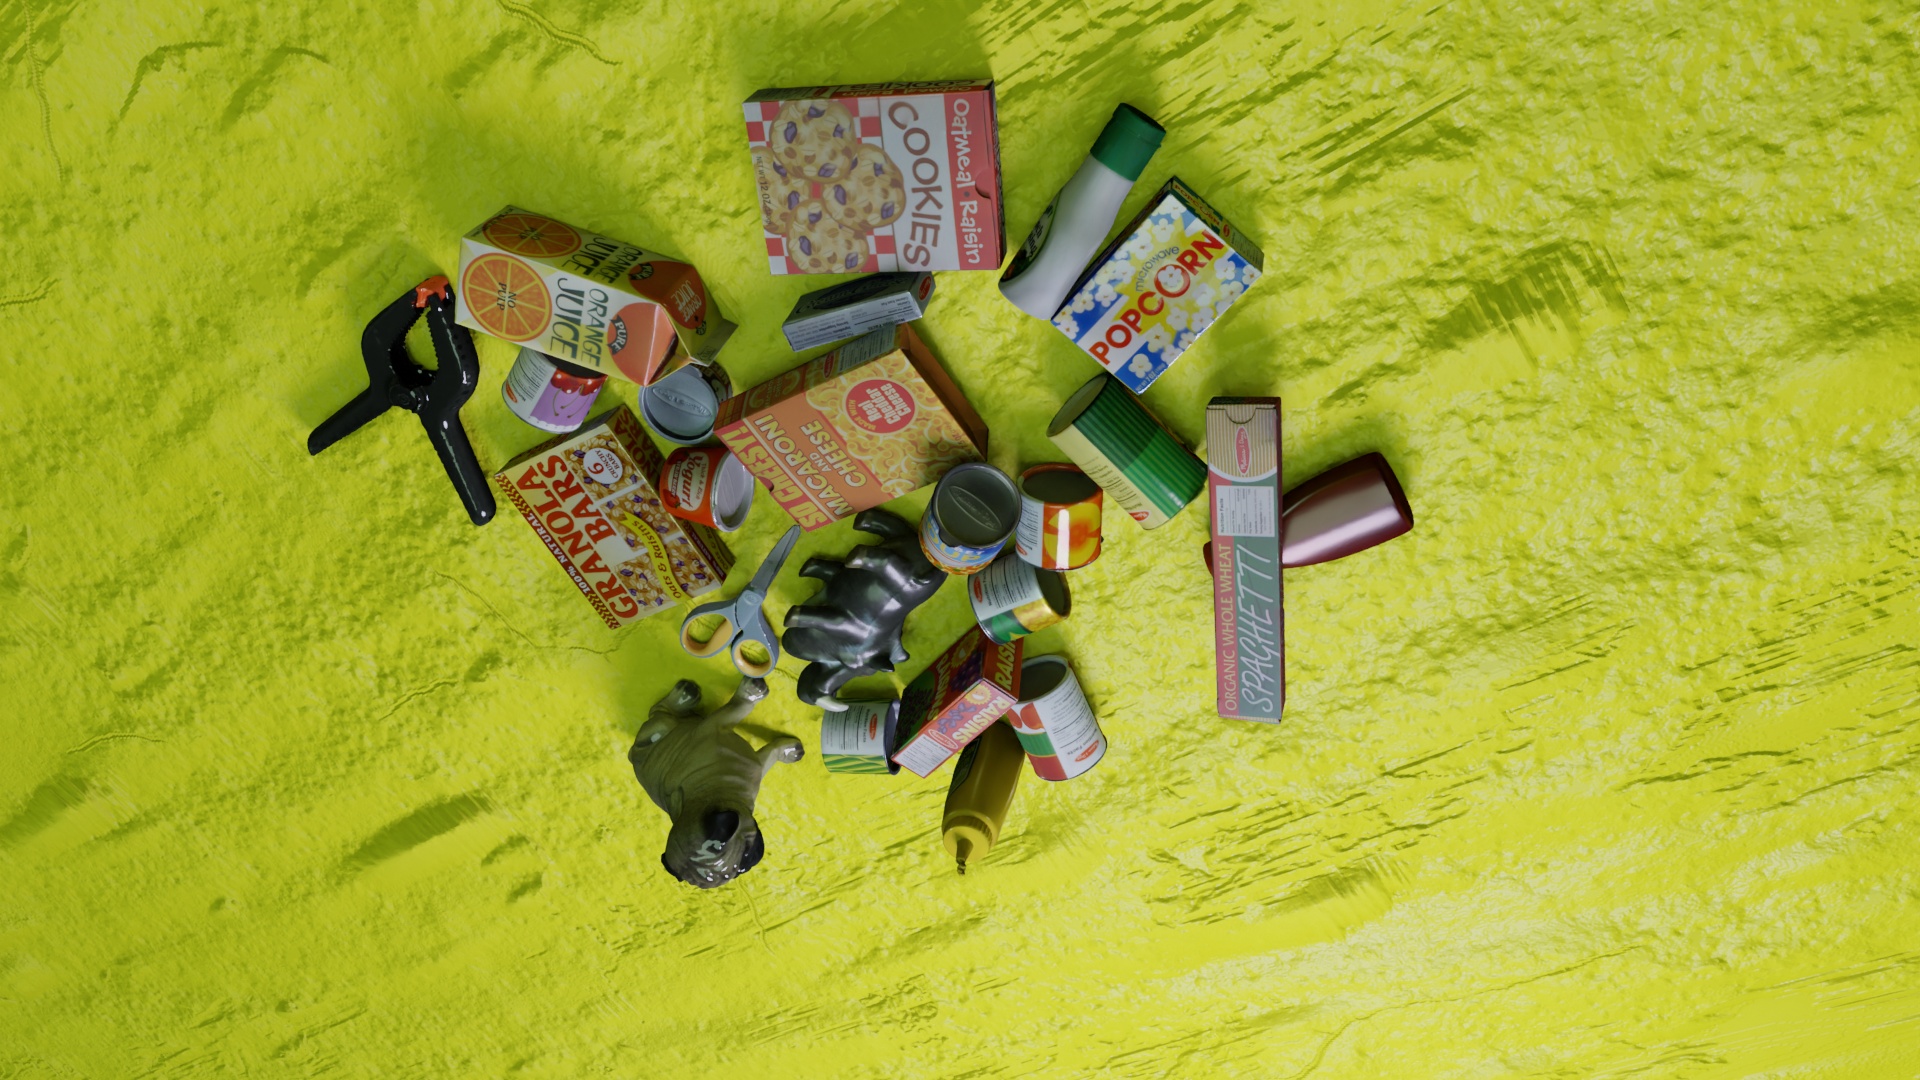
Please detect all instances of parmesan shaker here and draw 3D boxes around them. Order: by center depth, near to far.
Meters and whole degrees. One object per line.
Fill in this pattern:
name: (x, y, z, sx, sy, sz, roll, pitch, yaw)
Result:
parmesan shaker: (0.122, -0.066, 1.004, 0.103, 0.072, 0.071, 43, 120, -14)

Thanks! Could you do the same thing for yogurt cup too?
yogurt cup: (-0.200, -0.044, 1.094, 0.054, 0.073, 0.072, 9, 123, 17)

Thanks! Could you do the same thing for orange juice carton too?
orange juice carton: (-0.264, -0.174, 1.022, 0.193, 0.072, 0.072, 19, 124, 1)

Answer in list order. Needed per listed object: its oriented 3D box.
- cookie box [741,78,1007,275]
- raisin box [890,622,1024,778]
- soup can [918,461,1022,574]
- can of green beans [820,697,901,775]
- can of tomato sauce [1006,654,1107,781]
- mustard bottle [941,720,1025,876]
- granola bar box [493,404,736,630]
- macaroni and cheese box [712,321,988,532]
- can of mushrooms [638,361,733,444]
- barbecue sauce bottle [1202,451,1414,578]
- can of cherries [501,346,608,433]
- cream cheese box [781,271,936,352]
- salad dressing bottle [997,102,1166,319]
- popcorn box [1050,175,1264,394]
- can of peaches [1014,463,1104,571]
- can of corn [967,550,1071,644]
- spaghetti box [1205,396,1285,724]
cookie box: (-0.056, -0.246, 0.950, 0.167, 0.040, 0.122, 1, 121, 12)
raisin box: (-0.002, 0.126, 1.140, 0.040, 0.086, 0.123, 36, 122, -17)
soup can: (0.004, -0.013, 1.041, 0.071, 0.071, 0.083, 23, 162, -2)
can of green beans: (-0.083, 0.168, 1.196, 0.058, 0.071, 0.071, -1, 121, 14)
can of tomato sauce: (0.074, 0.146, 1.149, 0.071, 0.071, 0.082, -16, 116, 21)
mustard bottle: (0.014, 0.217, 1.148, 0.049, 0.161, 0.065, 31, 121, -6)
granola bar box: (-0.282, -0.017, 1.142, 0.124, 0.039, 0.165, -21, 115, 24)
macaroni and cheese box: (-0.081, -0.082, 1.040, 0.166, 0.040, 0.123, -21, 130, 23)
can of mushrooms: (-0.211, -0.112, 1.071, 0.071, 0.034, 0.070, 6, 122, 10)
barbecue sauce bottle: (0.253, -0.009, 1.026, 0.148, 0.044, 0.064, -25, 109, 25)
can of cherries: (-0.308, -0.126, 1.068, 0.071, 0.072, 0.058, 33, 121, -9)
cream cheese box: (-0.073, -0.168, 0.994, 0.104, 0.054, 0.024, -12, 120, 19)
salad dressing bottle: (0.081, -0.219, 0.927, 0.044, 0.064, 0.147, 29, 114, -12)
popcorn box: (0.134, -0.173, 0.954, 0.085, 0.038, 0.126, 38, 121, -11)
can of peaches: (0.076, -0.019, 1.047, 0.071, 0.071, 0.057, 5, 122, 10)
can of corn: (0.048, 0.042, 1.091, 0.058, 0.071, 0.071, -23, 114, 24)
spaghetti box: (0.209, 0.017, 1.010, 0.050, 0.029, 0.249, 2, 113, 21)
